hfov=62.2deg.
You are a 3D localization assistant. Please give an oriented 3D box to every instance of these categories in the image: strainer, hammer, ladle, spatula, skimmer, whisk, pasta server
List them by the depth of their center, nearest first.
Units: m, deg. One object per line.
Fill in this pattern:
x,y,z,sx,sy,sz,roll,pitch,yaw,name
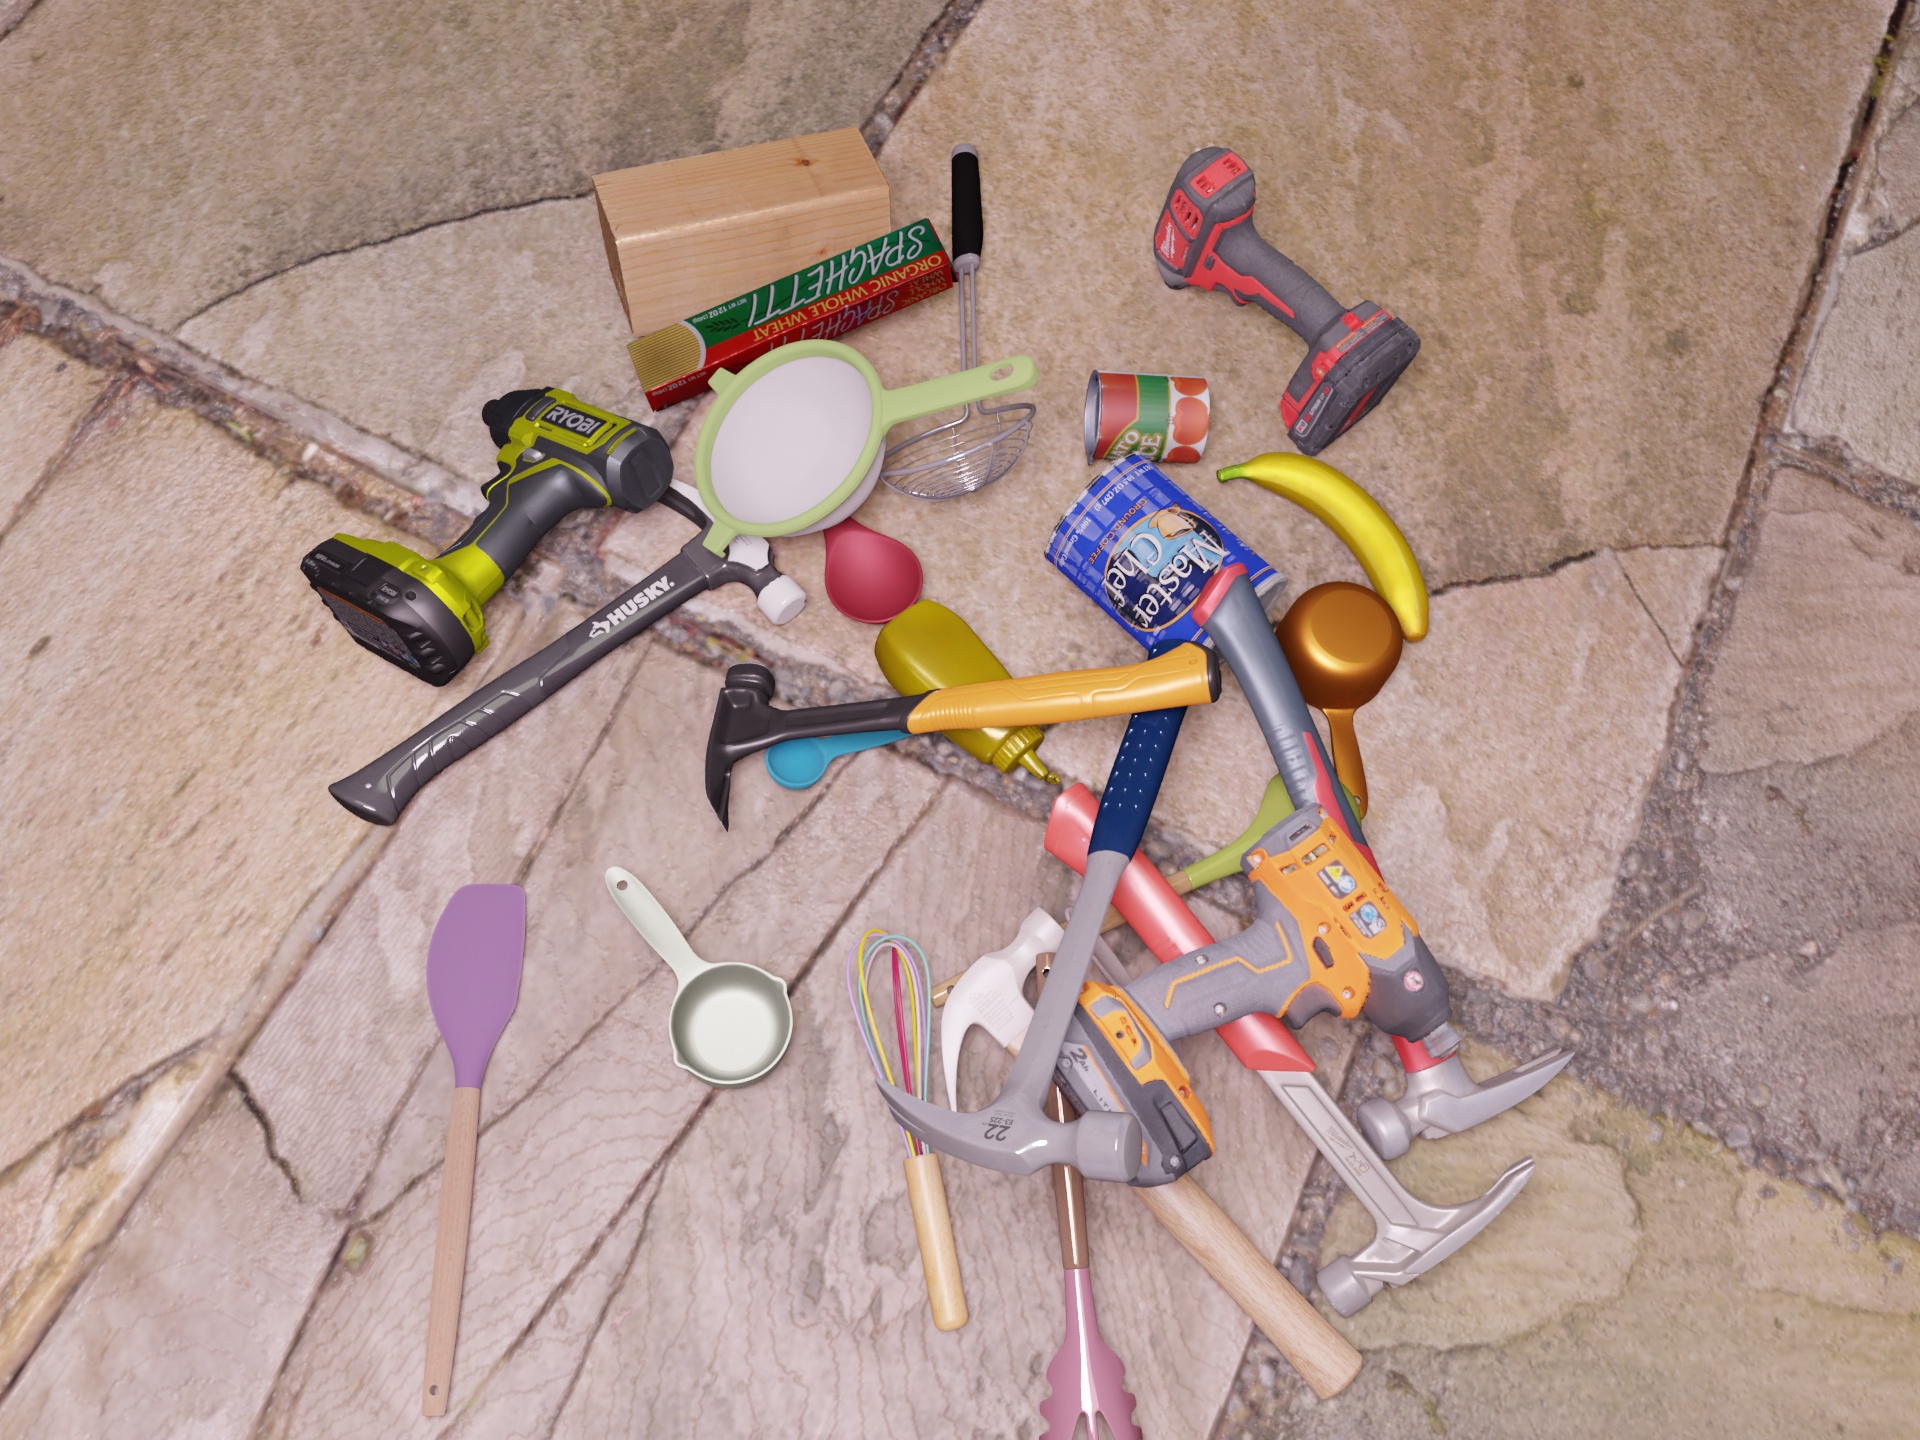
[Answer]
0.078,0.089,0.933,0.144,0.035,0.406,-1,40,25,hammer
0.066,0.297,0.945,0.060,0.040,0.316,-5,73,0,pasta server
-0.303,0.249,0.962,0.059,0.018,0.316,0,65,-5,spatula
0.114,0.278,0.976,0.130,0.031,0.331,-42,79,-8,hammer
-0.026,0.247,0.982,0.051,0.047,0.245,-13,72,2,whisk
0.183,0.180,0.988,0.149,0.036,0.359,-40,78,8,hammer
-0.002,-0.003,1.021,0.337,0.034,0.127,-7,46,13,hammer
0.258,0.074,1.027,0.143,0.038,0.386,-22,86,-9,hammer
0.125,0.118,1.059,0.320,0.062,0.078,-24,83,-8,ladle
-0.279,-0.042,1.087,0.335,0.035,0.146,-38,75,-19,hammer
-0.059,-0.196,1.096,0.256,0.069,0.152,-12,65,21,strainer
-0.124,-0.191,1.174,0.069,0.031,0.316,-31,70,-9,ladle
-0.006,-0.318,1.208,0.127,0.090,0.364,-13,61,23,skimmer

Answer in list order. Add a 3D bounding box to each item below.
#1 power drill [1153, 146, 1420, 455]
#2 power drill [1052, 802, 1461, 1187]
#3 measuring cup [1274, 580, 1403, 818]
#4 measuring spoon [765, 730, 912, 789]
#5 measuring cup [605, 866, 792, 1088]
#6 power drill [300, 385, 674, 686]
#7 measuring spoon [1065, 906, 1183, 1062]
0.233,-0.318,1.212,0.078,0.143,0.220,-38,81,-15,power drill
0.171,0.173,0.925,0.226,0.084,0.164,-34,75,-11,power drill
0.274,-0.019,1.122,0.095,0.052,0.174,0,64,-6,measuring cup
-0.074,0.019,1.094,0.128,0.021,0.042,-18,62,-23,measuring spoon
-0.172,0.160,1.006,0.083,0.038,0.168,-36,72,-19,measuring cup
-0.328,-0.140,1.091,0.171,0.080,0.223,24,60,32,power drill
0.101,0.173,1.022,0.124,0.018,0.034,54,33,0,measuring spoon
